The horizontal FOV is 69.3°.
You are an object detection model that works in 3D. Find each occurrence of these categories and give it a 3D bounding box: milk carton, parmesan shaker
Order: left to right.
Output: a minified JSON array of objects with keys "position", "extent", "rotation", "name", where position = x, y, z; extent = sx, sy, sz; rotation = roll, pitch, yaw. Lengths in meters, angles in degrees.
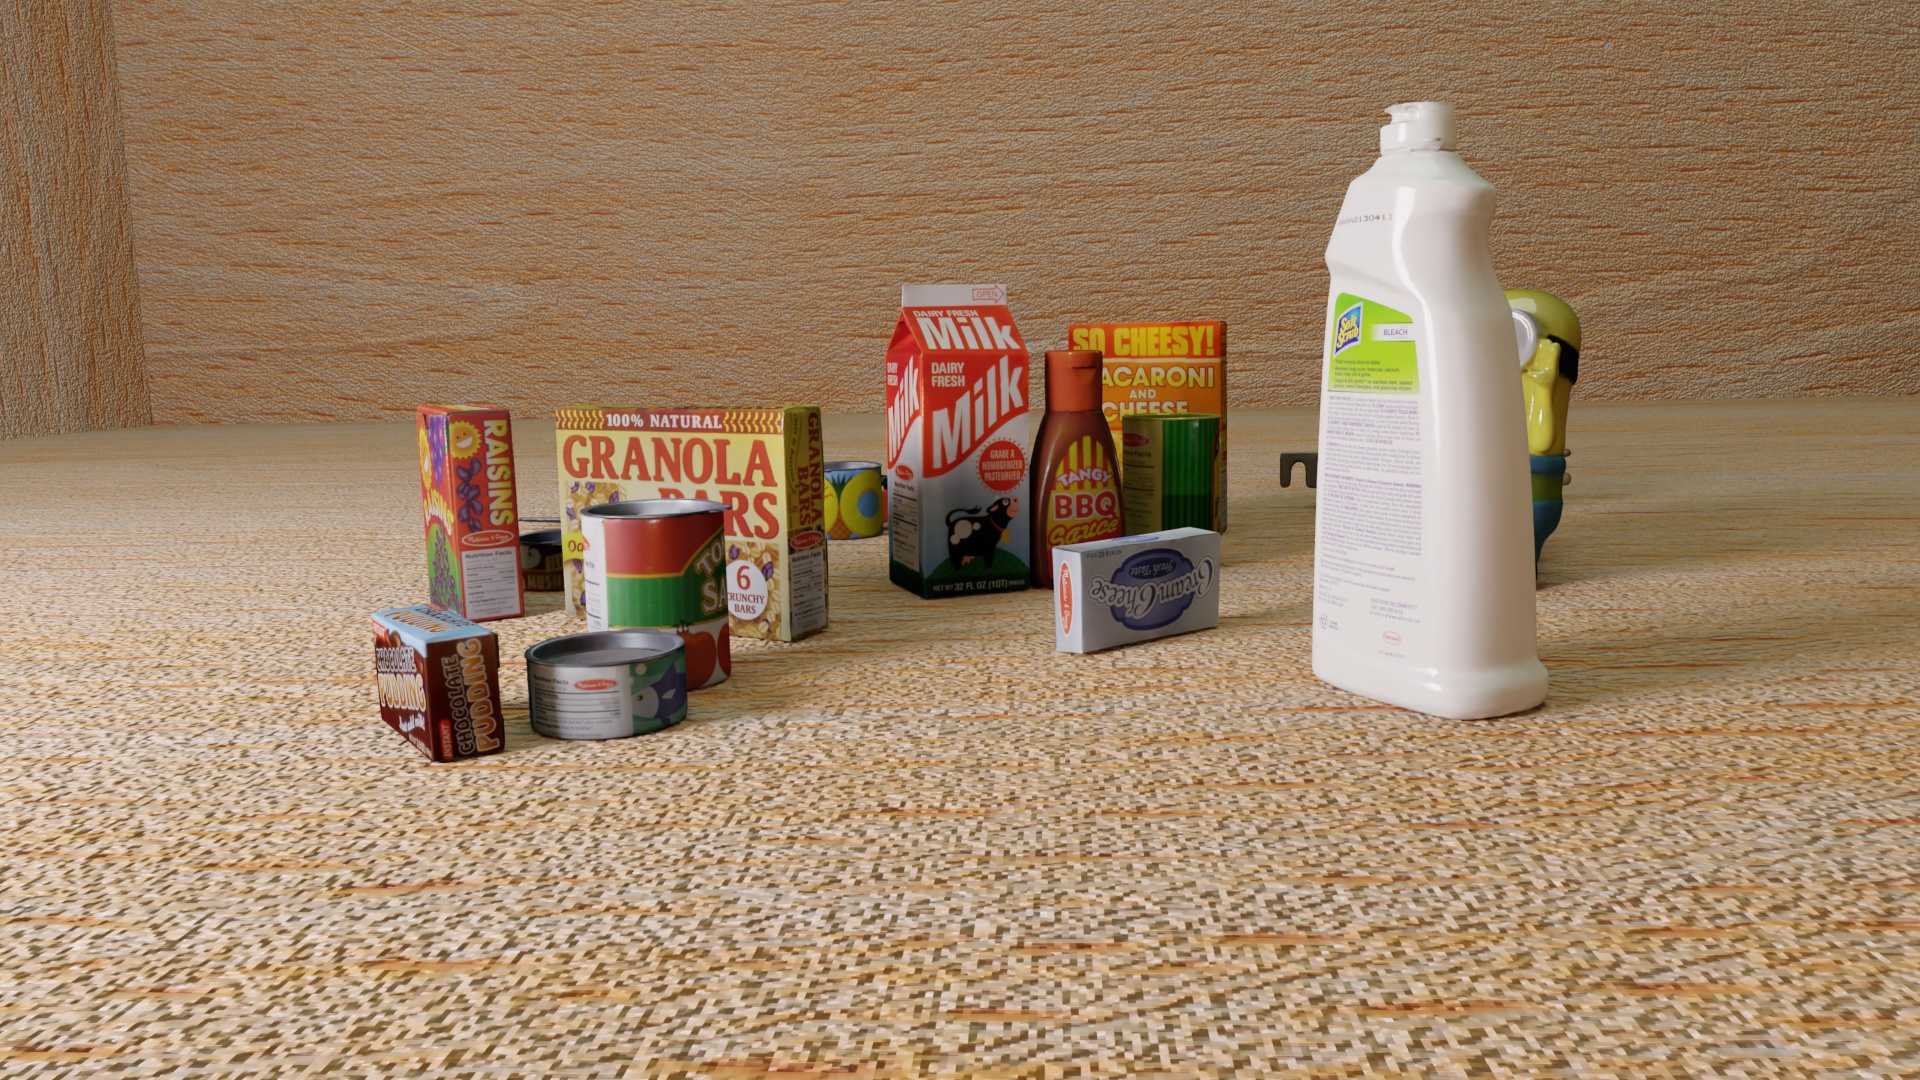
[{"position":[-0.002,-0.065,0.873],"extent":[0.072,0.190,0.073],"rotation":[-4,8,-21],"name":"milk carton"},{"position":[0.142,-0.034,0.944],"extent":[0.071,0.103,0.071],"rotation":[-1,8,0],"name":"parmesan shaker"}]

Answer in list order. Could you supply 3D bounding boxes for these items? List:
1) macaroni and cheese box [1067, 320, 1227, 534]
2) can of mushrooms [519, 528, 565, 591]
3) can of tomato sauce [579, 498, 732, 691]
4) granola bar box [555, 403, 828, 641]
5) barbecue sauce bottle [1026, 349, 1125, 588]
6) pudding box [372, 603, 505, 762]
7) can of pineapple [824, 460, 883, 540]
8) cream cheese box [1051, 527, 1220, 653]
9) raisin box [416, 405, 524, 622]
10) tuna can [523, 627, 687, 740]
[{"position":[0.149,-0.090,1.107],"extent":[0.124,0.166,0.040],"rotation":[1,8,18],"name":"macaroni and cheese box"},{"position":[-0.265,0.012,0.923],"extent":[0.071,0.033,0.071],"rotation":[-1,8,0],"name":"can of mushrooms"},{"position":[-0.141,0.025,0.654],"extent":[0.071,0.083,0.071],"rotation":[-1,8,0],"name":"can of tomato sauce"},{"position":[-0.151,-0.014,0.777],"extent":[0.165,0.124,0.039],"rotation":[4,9,30],"name":"granola bar box"},{"position":[0.072,-0.046,0.878],"extent":[0.065,0.148,0.044],"rotation":[-4,8,-18],"name":"barbecue sauce bottle"},{"position":[-0.214,0.056,0.568],"extent":[0.030,0.049,0.083],"rotation":[-7,10,-35],"name":"pudding box"},{"position":[-0.097,-0.033,1.124],"extent":[0.071,0.057,0.071],"rotation":[-1,8,0],"name":"can of pineapple"},{"position":[0.092,0.025,0.722],"extent":[0.104,0.053,0.024],"rotation":[-8,10,-38],"name":"cream cheese box"},{"position":[-0.295,-0.019,0.831],"extent":[0.040,0.123,0.086],"rotation":[-6,9,-31],"name":"raisin box"},{"position":[-0.149,0.060,0.590],"extent":[0.071,0.032,0.071],"rotation":[-1,8,0],"name":"tuna can"}]
